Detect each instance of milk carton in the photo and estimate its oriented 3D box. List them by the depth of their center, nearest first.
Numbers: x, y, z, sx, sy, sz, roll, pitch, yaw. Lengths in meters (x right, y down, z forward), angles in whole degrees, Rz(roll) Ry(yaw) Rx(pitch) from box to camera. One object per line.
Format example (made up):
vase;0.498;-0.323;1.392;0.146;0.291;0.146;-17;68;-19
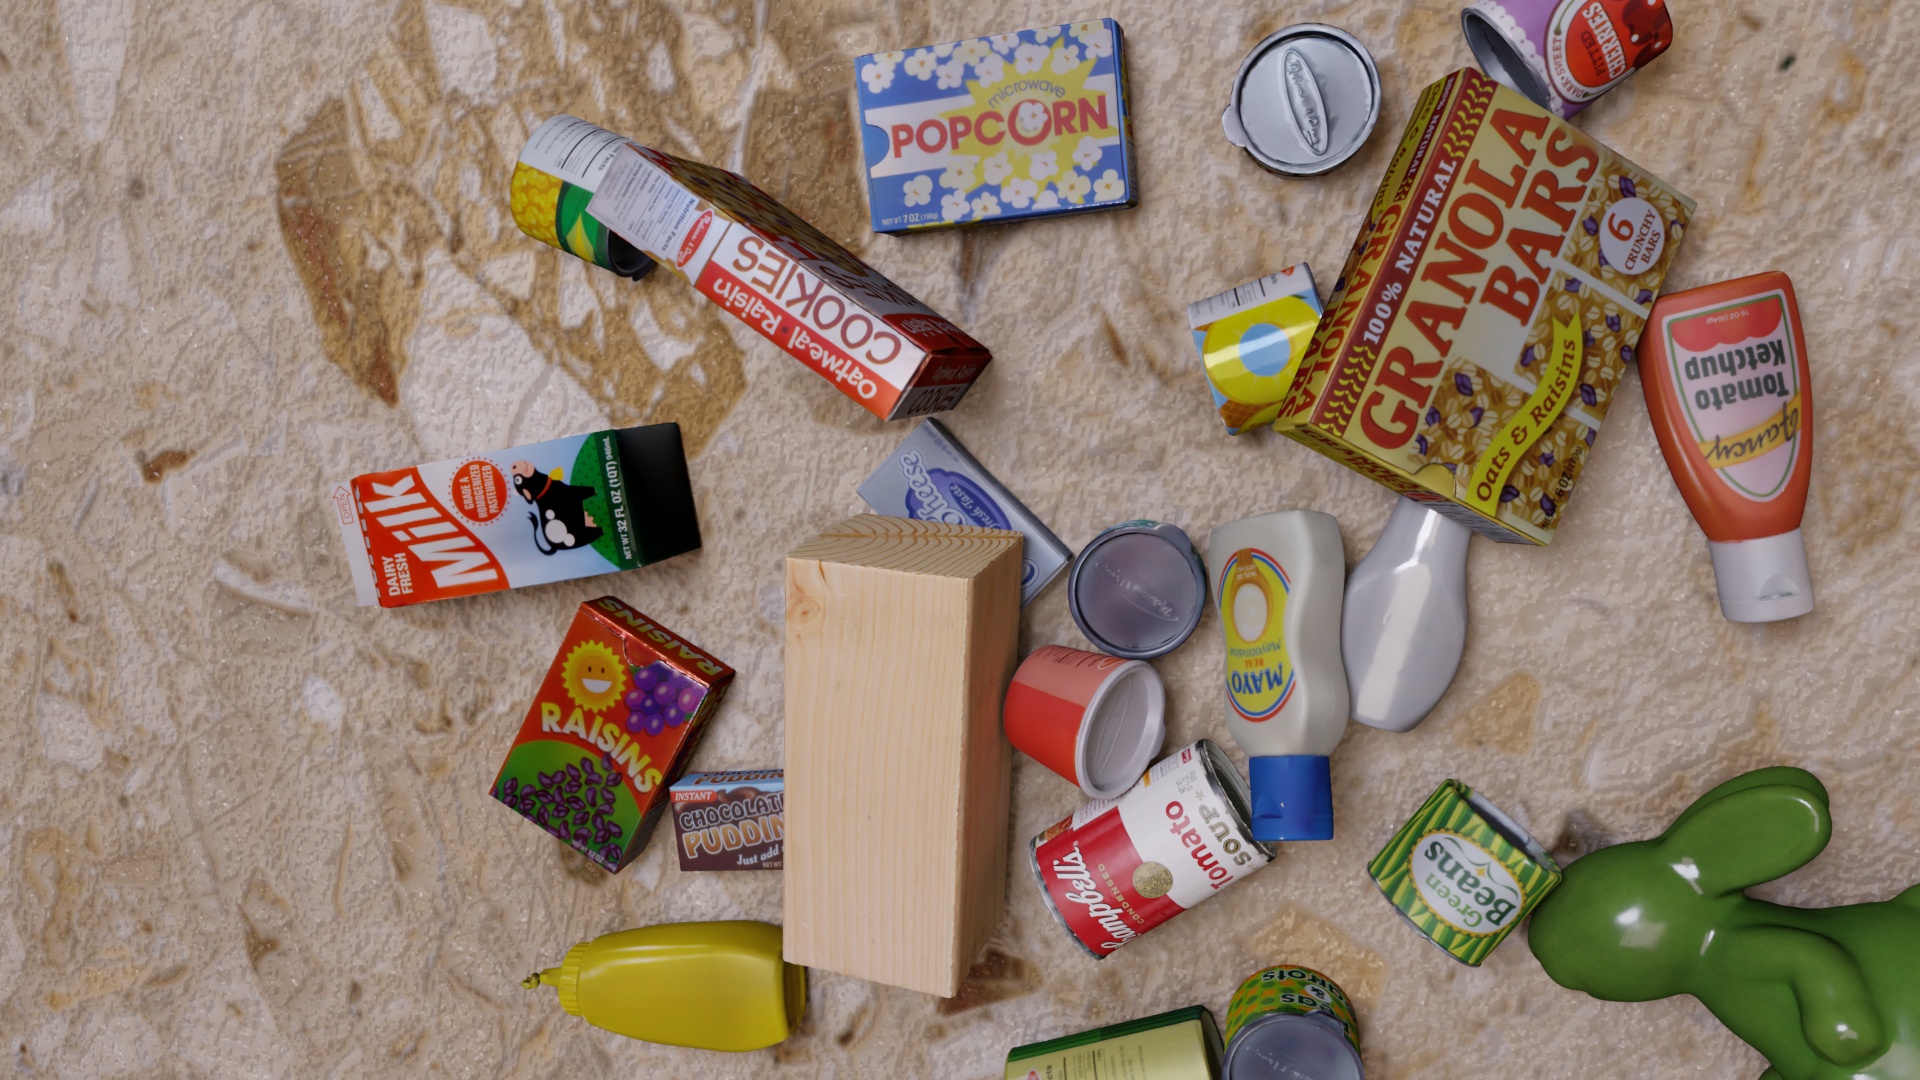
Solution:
milk carton;-0.244;-0.011;0.733;0.190;0.073;0.072;-9;95;14

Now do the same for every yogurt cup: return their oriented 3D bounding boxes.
yogurt cup;0.057;0.083;0.665;0.054;0.072;0.072;18;102;39

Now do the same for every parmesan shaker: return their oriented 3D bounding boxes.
parmesan shaker;0.082;0.280;0.696;0.103;0.071;0.071;-18;93;14

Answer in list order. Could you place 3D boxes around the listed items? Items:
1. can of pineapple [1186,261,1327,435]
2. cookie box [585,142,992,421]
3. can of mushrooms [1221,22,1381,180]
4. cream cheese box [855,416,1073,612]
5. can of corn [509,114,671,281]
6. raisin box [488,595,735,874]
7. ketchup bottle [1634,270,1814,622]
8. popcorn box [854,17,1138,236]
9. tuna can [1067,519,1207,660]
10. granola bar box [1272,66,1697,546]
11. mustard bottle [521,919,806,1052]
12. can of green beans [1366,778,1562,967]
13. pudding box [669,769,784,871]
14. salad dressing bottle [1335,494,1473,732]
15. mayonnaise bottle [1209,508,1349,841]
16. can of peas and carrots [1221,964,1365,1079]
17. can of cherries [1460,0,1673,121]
can of pineapple;0.142;-0.086;0.639;0.058;0.071;0.071;-18;93;15
cookie box;-0.073;-0.120;0.655;0.167;0.123;0.040;36;104;7
can of mushrooms;0.156;-0.200;0.639;0.071;0.033;0.071;2;98;12
cream cheese box;0.003;-0.009;0.702;0.104;0.024;0.053;45;106;4
can of corn;-0.185;-0.173;0.705;0.058;0.071;0.071;24;102;10
raisin box;-0.189;0.104;0.752;0.086;0.040;0.123;31;102;8
ketchup bottle;0.342;-0.040;0.611;0.065;0.043;0.148;-12;95;11
popcorn box;0.018;-0.196;0.669;0.127;0.038;0.085;-4;97;13
tuna can;0.089;0.021;0.681;0.071;0.033;0.071;2;97;13
granola bar box;0.224;-0.097;0.593;0.124;0.039;0.165;25;87;-12
mustard bottle;-0.165;0.240;0.758;0.160;0.049;0.065;-1;96;14
can of green beans;0.234;0.154;0.647;0.071;0.071;0.057;39;103;6
pudding box;-0.109;0.149;0.744;0.084;0.030;0.049;-4;95;13
salad dressing bottle;0.213;0.014;0.648;0.064;0.044;0.147;19;99;13
mayonnaise bottle;0.148;0.063;0.640;0.064;0.041;0.148;-17;70;51
can of peas and carrots;0.163;0.248;0.679;0.071;0.059;0.071;1;97;12
can of cherries;0.260;-0.217;0.594;0.058;0.071;0.071;-35;89;14
